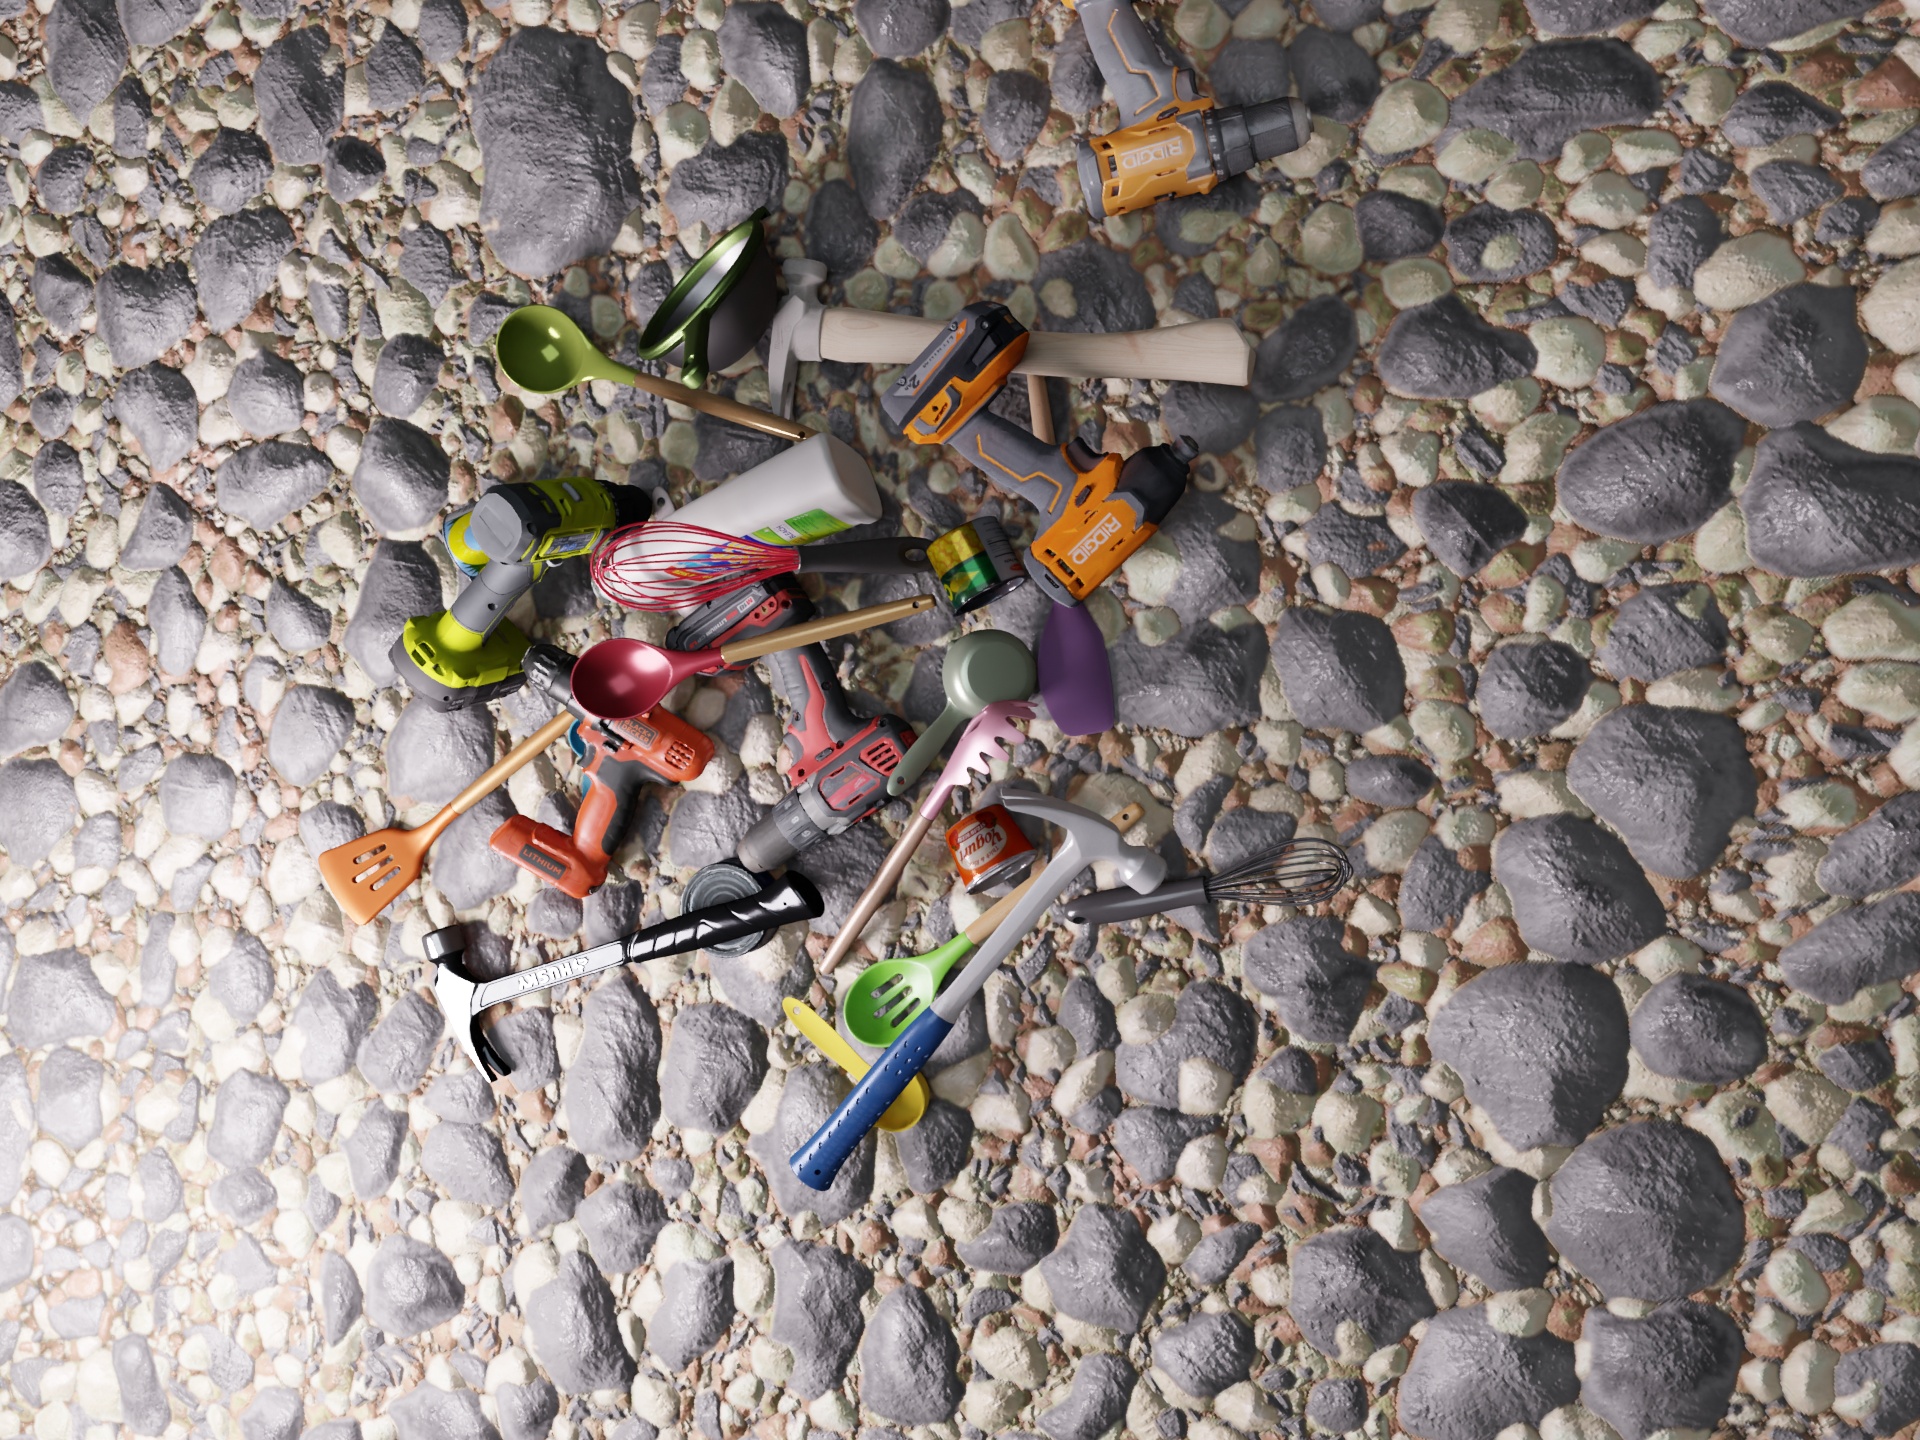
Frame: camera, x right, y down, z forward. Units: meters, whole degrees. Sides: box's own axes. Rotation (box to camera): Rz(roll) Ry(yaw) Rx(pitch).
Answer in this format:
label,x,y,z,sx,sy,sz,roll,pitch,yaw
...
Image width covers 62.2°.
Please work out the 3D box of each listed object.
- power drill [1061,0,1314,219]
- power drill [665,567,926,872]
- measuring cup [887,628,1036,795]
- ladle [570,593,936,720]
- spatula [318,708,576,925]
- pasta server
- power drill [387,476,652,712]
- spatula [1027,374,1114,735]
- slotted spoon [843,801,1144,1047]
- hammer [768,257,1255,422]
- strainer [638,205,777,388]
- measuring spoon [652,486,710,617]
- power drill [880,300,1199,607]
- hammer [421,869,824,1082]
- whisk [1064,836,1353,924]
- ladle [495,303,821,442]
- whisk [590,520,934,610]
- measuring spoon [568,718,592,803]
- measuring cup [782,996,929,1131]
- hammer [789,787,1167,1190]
label,x,y,z,sx,sy,sz,roll,pitch,yaw
power drill,0.169,-0.529,1.256,0.185,0.084,0.226,-11,93,15
power drill,-0.157,0.002,1.361,0.188,0.080,0.227,-36,85,14
measuring cup,-0.002,-0.004,1.301,0.083,0.038,0.167,41,78,-10
ladle,-0.171,-0.062,1.306,0.315,0.031,0.069,-13,99,11
spatula,-0.450,0.067,1.458,0.322,0.041,0.081,-37,81,12
pasta server,-0.034,0.101,1.319,0.040,0.060,0.316,30,115,-7
power drill,-0.375,-0.120,1.376,0.080,0.190,0.228,47,116,9
spatula,0.080,-0.144,1.318,0.060,0.018,0.316,-7,89,1
slotted spoon,0.029,0.169,1.337,0.313,0.031,0.070,-39,75,11
hammer,0.033,-0.295,1.303,0.411,0.038,0.146,8,95,20
strainer,-0.195,-0.316,1.303,0.151,0.257,0.069,-39,120,20
measuring spoon,-0.254,-0.150,1.410,0.034,0.018,0.124,-19,86,15
power drill,0.067,-0.221,1.247,0.226,0.084,0.164,46,113,-3
hammer,-0.297,0.208,1.396,0.409,0.036,0.149,-19,89,23
whisk,0.196,0.136,1.281,0.239,0.055,0.055,-13,88,19
ladle,-0.263,-0.288,1.374,0.320,0.062,0.078,21,106,20
whisk,-0.152,-0.129,1.292,0.295,0.073,0.073,-5,90,-24
measuring spoon,-0.331,0.055,1.441,0.042,0.021,0.128,1,101,1
measuring cup,-0.091,0.290,1.374,0.156,0.029,0.062,40,101,14
hammer,-0.013,0.228,1.297,0.144,0.035,0.405,34,105,-15
